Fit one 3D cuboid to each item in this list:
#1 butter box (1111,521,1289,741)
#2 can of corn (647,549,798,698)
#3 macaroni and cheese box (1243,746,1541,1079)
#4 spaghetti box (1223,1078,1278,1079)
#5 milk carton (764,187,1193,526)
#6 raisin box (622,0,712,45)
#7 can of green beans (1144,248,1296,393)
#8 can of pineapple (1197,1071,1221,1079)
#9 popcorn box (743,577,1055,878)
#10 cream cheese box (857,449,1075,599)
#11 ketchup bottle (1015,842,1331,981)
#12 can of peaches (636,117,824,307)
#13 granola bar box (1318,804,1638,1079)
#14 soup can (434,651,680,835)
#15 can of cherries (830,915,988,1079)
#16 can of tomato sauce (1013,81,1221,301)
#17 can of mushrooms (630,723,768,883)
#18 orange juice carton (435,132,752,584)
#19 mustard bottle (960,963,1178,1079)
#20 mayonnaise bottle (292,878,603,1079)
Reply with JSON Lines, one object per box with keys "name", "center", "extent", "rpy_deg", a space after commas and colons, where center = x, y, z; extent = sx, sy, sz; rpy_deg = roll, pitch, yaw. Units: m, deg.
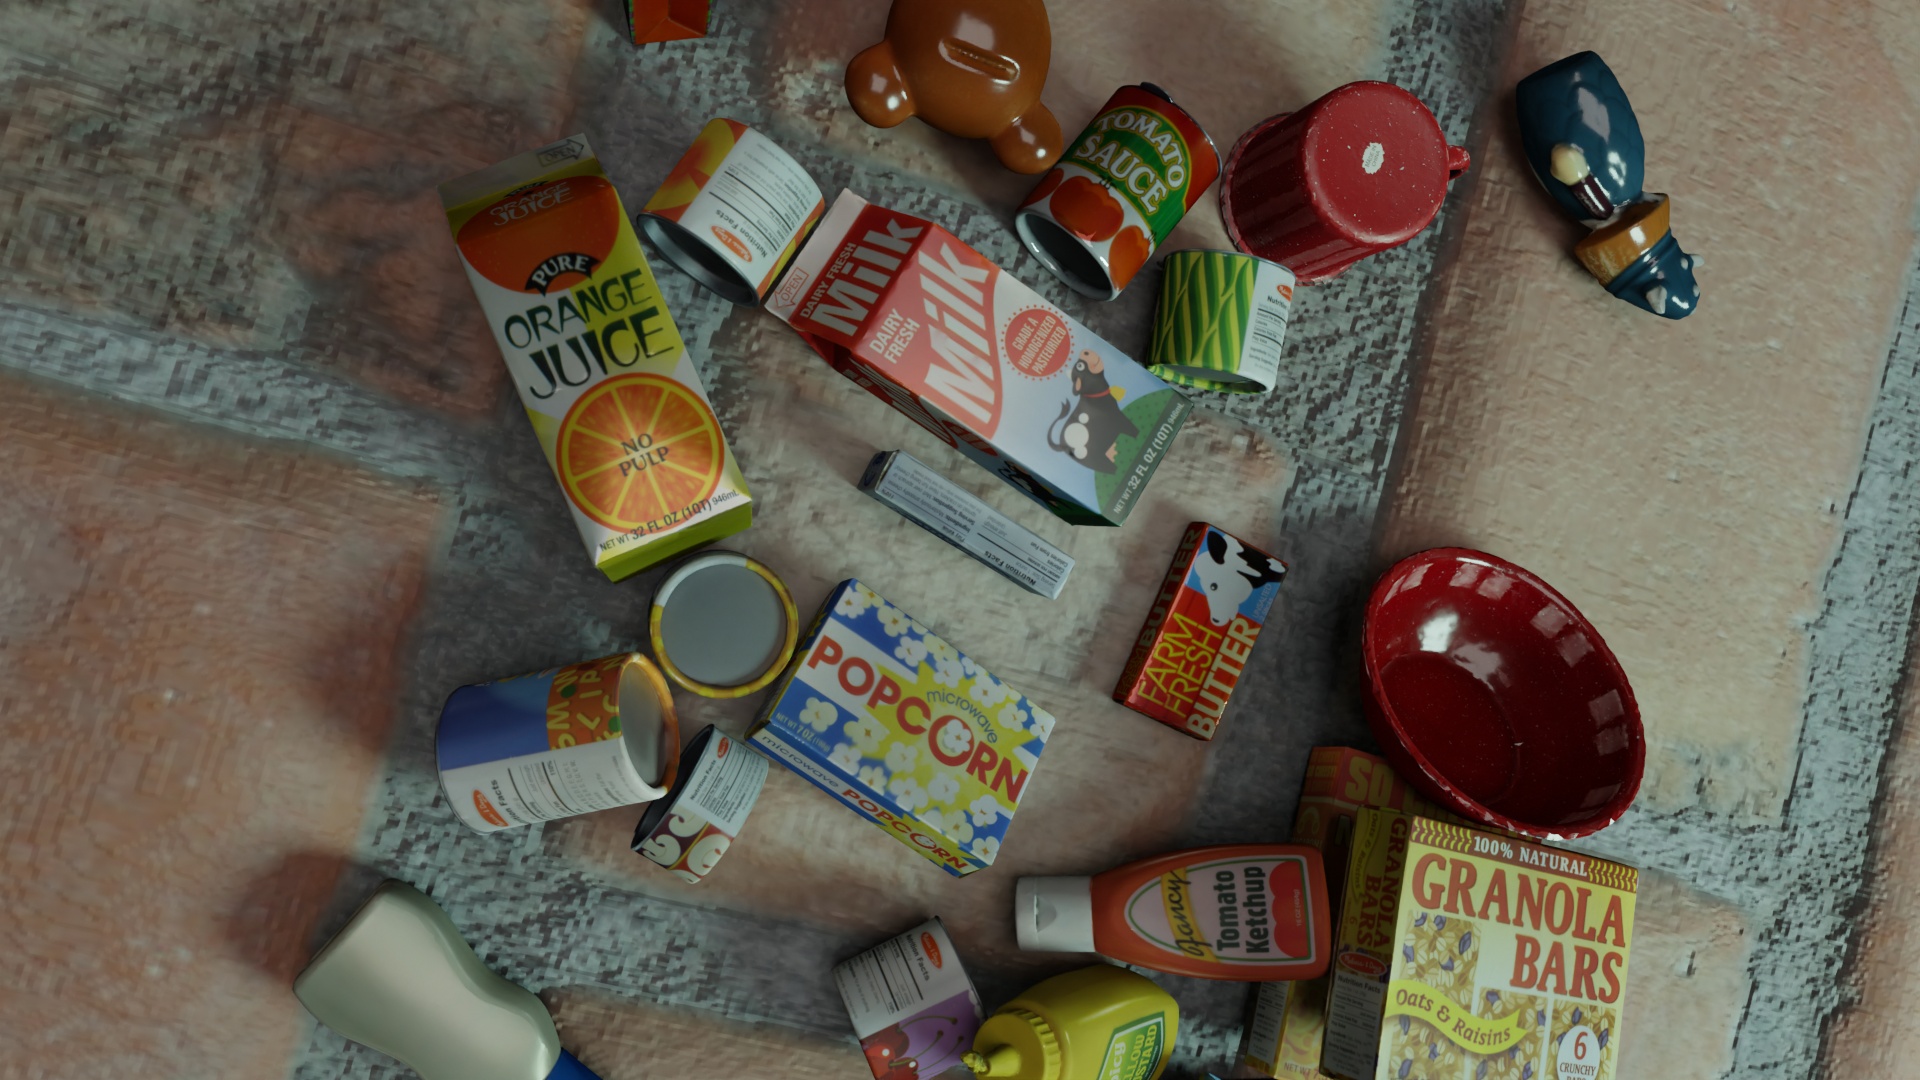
{"name": "butter box", "center": [0.123, 0.047, 0.714], "extent": [0.053, 0.024, 0.103], "rpy_deg": [27, 84, -13]}
{"name": "can of corn", "center": [-0.109, 0.040, 0.641], "extent": [0.071, 0.058, 0.071], "rpy_deg": [0, 90, -13]}
{"name": "macaroni and cheese box", "center": [0.226, 0.203, 0.718], "extent": [0.124, 0.040, 0.167], "rpy_deg": [18, 77, -10]}
{"name": "spaghetti box", "center": [0.127, 0.306, 0.713], "extent": [0.250, 0.028, 0.050], "rpy_deg": [4, 89, -14]}
{"name": "milk carton", "center": [0.006, -0.085, 0.661], "extent": [0.190, 0.073, 0.072], "rpy_deg": [34, 83, -11]}
{"name": "raisin box", "center": [-0.141, -0.297, 0.619], "extent": [0.040, 0.086, 0.123], "rpy_deg": [-12, 93, -11]}
{"name": "can of green beans", "center": [0.129, -0.108, 0.694], "extent": [0.071, 0.071, 0.058], "rpy_deg": [12, 88, -13]}
{"name": "can of pineapple", "center": [0.127, 0.297, 0.664], "extent": [0.071, 0.071, 0.058], "rpy_deg": [38, 80, -11]}
{"name": "popcorn box", "center": [-0.027, 0.089, 0.656], "extent": [0.126, 0.038, 0.085], "rpy_deg": [36, 56, -11]}
{"name": "cream cheese box", "center": [0.002, -0.008, 0.670], "extent": [0.104, 0.053, 0.024], "rpy_deg": [31, 85, -11]}
{"name": "ketchup bottle", "center": [0.102, 0.181, 0.677], "extent": [0.149, 0.043, 0.065], "rpy_deg": [-3, 73, 9]}
{"name": "can of peaches", "center": [-0.106, -0.150, 0.638], "extent": [0.071, 0.071, 0.058], "rpy_deg": [35, 79, -11]}
{"name": "granola bar box", "center": [0.251, 0.203, 0.667], "extent": [0.165, 0.039, 0.124], "rpy_deg": [17, 78, -28]}
{"name": "soup can", "center": [-0.175, 0.086, 0.610], "extent": [0.084, 0.071, 0.071], "rpy_deg": [-13, 94, 9]}
{"name": "can of cherries", "center": [-0.022, 0.223, 0.659], "extent": [0.058, 0.071, 0.071], "rpy_deg": [-24, 96, -12]}
{"name": "can of tomato sauce", "center": [0.076, -0.170, 0.679], "extent": [0.071, 0.071, 0.083], "rpy_deg": [41, 82, -10]}
{"name": "can of mushrooms", "center": [-0.120, 0.121, 0.637], "extent": [0.033, 0.071, 0.071], "rpy_deg": [34, 83, -12]}
{"name": "orange juice carton", "center": [-0.162, -0.084, 0.614], "extent": [0.072, 0.073, 0.192], "rpy_deg": [-24, 87, -11]}
{"name": "mustard bottle", "center": [0.047, 0.234, 0.639], "extent": [0.160, 0.049, 0.065], "rpy_deg": [17, 91, -55]}
{"name": "mayonnaise bottle", "center": [-0.220, 0.221, 0.625], "extent": [0.148, 0.041, 0.065], "rpy_deg": [44, 83, -11]}
